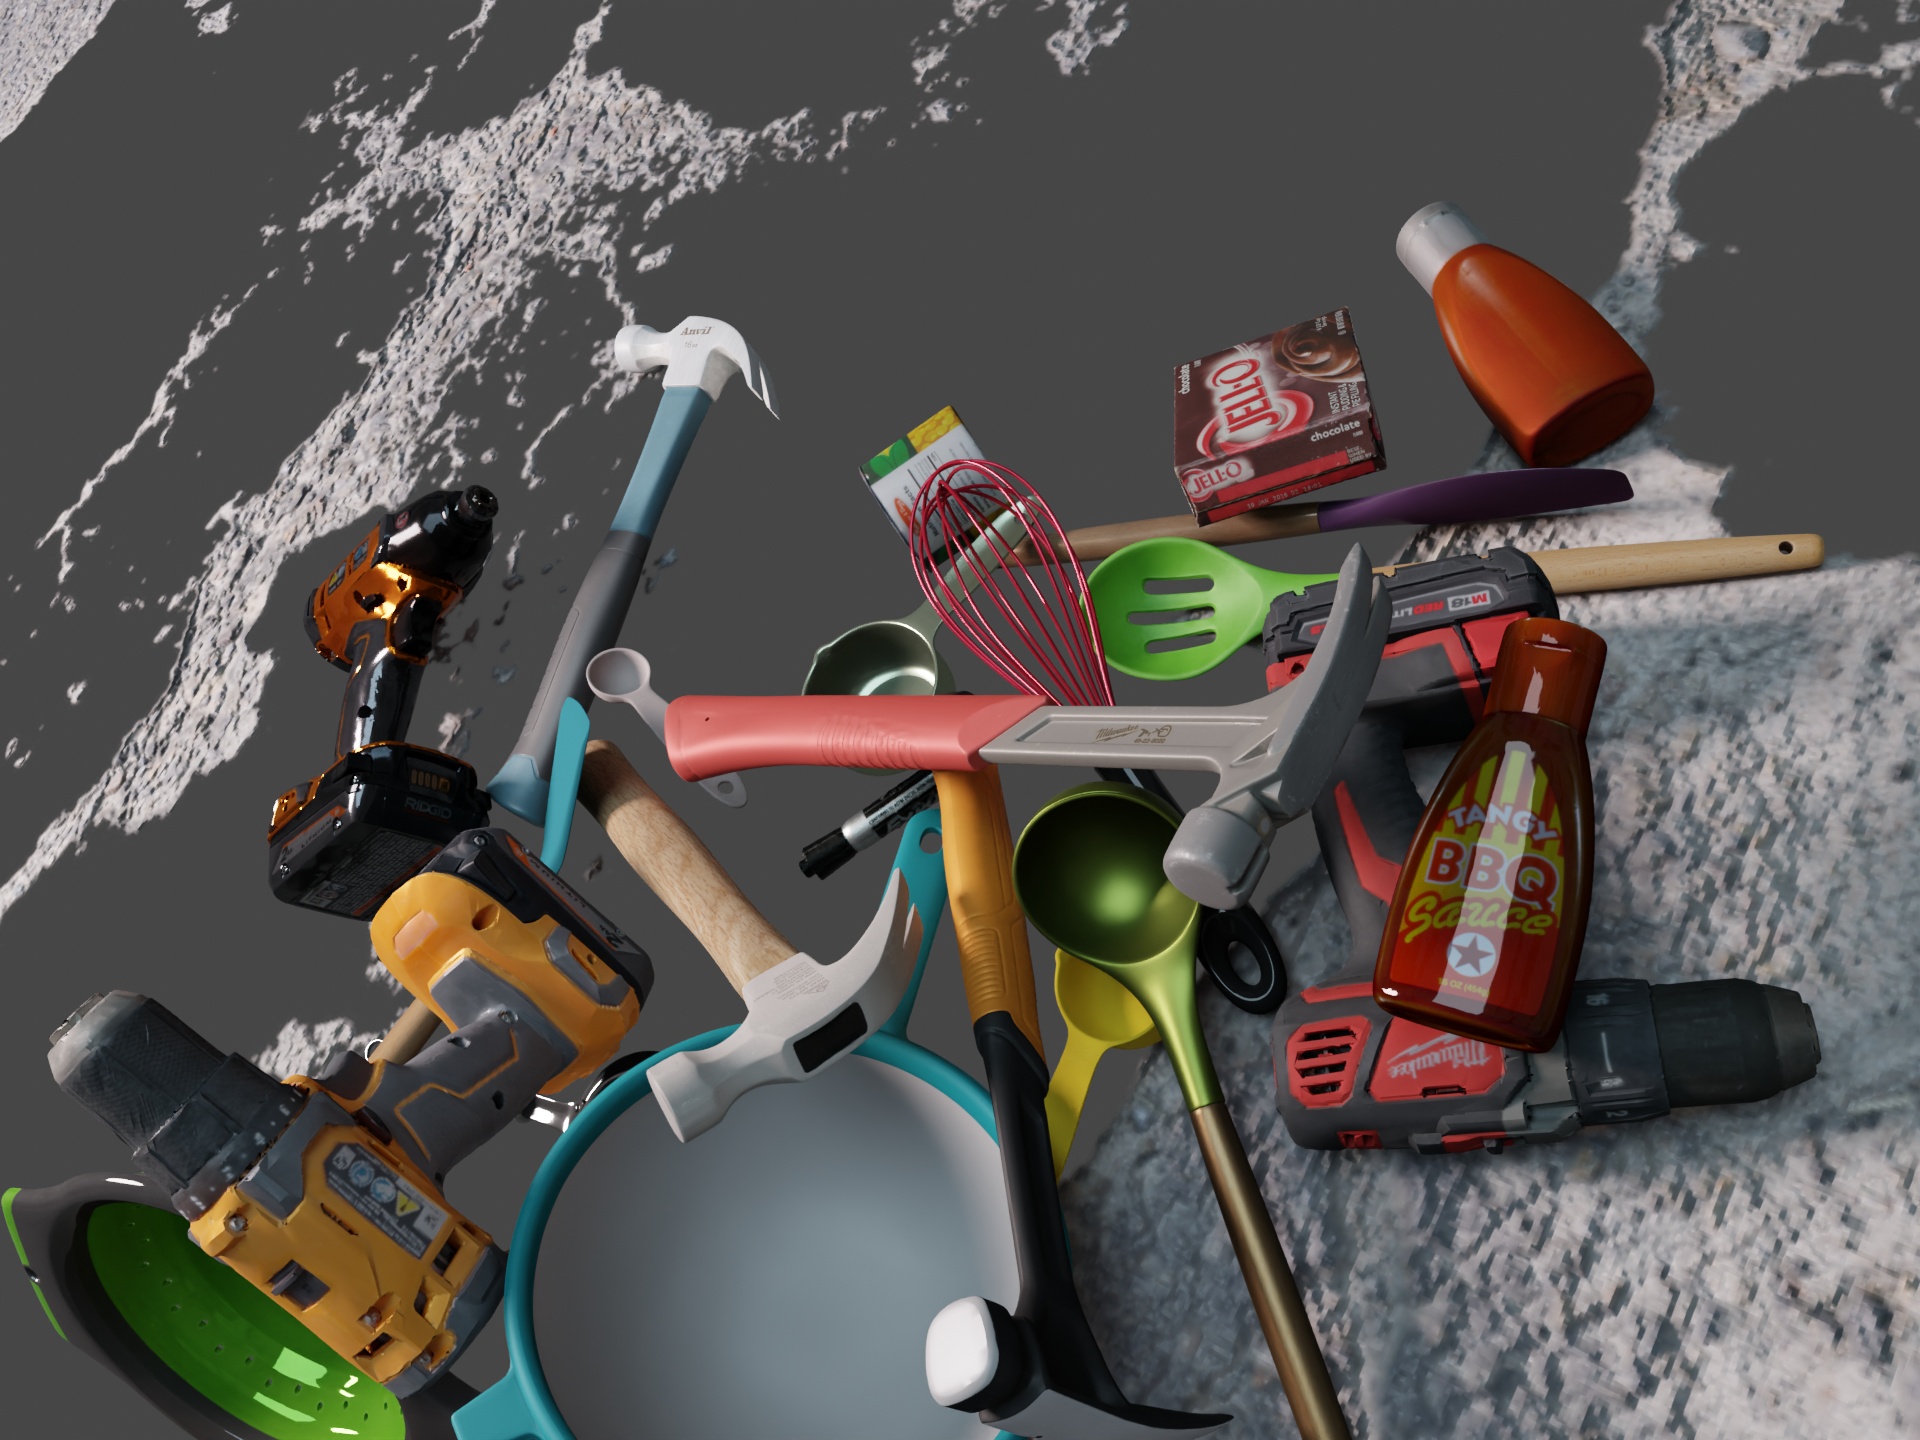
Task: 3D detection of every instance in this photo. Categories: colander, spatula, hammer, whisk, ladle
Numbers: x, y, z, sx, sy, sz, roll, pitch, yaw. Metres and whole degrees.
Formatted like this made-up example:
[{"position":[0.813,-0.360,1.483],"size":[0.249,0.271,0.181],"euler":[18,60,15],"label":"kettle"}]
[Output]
[{"position":[-0.226,0.270,0.705],"size":[0.397,0.204,0.094],"euler":[14,35,15],"label":"colander"},{"position":[-0.271,0.131,0.803],"size":[0.317,0.044,0.082],"euler":[-54,24,-4],"label":"spatula"},{"position":[-0.123,0.071,0.729],"size":[0.130,0.031,0.332],"euler":[-27,28,-18],"label":"hammer"},{"position":[0.059,0.000,0.709],"size":[0.073,0.073,0.296],"euler":[-33,69,7],"label":"whisk"},{"position":[-0.001,-0.002,0.670],"size":[0.359,0.036,0.149],"euler":[1,49,44],"label":"hammer"},{"position":[0.144,-0.093,0.746],"size":[0.316,0.059,0.018],"euler":[-3,78,31],"label":"spatula"},{"position":[0.023,0.117,0.639],"size":[0.034,0.127,0.337],"euler":[-37,39,25],"label":"hammer"},{"position":[0.097,0.170,0.593],"size":[0.078,0.062,0.320],"euler":[-28,65,23],"label":"ladle"},{"position":[-0.198,-0.094,0.925],"size":[0.128,0.033,0.331],"euler":[6,67,30],"label":"hammer"}]

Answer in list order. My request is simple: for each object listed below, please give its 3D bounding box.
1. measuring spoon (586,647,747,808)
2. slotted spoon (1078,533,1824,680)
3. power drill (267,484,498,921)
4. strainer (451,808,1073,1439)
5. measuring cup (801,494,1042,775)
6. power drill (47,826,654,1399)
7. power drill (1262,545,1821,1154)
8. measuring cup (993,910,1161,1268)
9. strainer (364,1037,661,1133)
[{"position":[-0.155,0.007,0.849],"size":[0.034,0.018,0.124],"euler":[-34,66,-29],"label":"measuring spoon"},{"position":[0.206,-0.059,0.706],"size":[0.314,0.031,0.070],"euler":[-4,78,23],"label":"slotted spoon"},{"position":[-0.313,-0.020,0.890],"size":[0.164,0.084,0.227],"euler":[-33,50,34],"label":"power drill"},{"position":[-0.052,0.187,0.670],"size":[0.211,0.095,0.341],"euler":[13,46,5],"label":"strainer"},{"position":[-0.009,-0.042,0.800],"size":[0.083,0.038,0.167],"euler":[36,81,36],"label":"measuring cup"},{"position":[-0.237,0.133,0.653],"size":[0.084,0.185,0.226],"euler":[-41,13,25],"label":"power drill"},{"position":[0.210,0.051,0.617],"size":[0.188,0.080,0.227],"euler":[-10,63,22],"label":"power drill"},{"position":[0.052,0.157,0.673],"size":[0.062,0.029,0.156],"euler":[19,84,38],"label":"measuring cup"},{"position":[-0.210,0.190,0.776],"size":[0.258,0.050,0.087],"euler":[7,78,33],"label":"strainer"}]
